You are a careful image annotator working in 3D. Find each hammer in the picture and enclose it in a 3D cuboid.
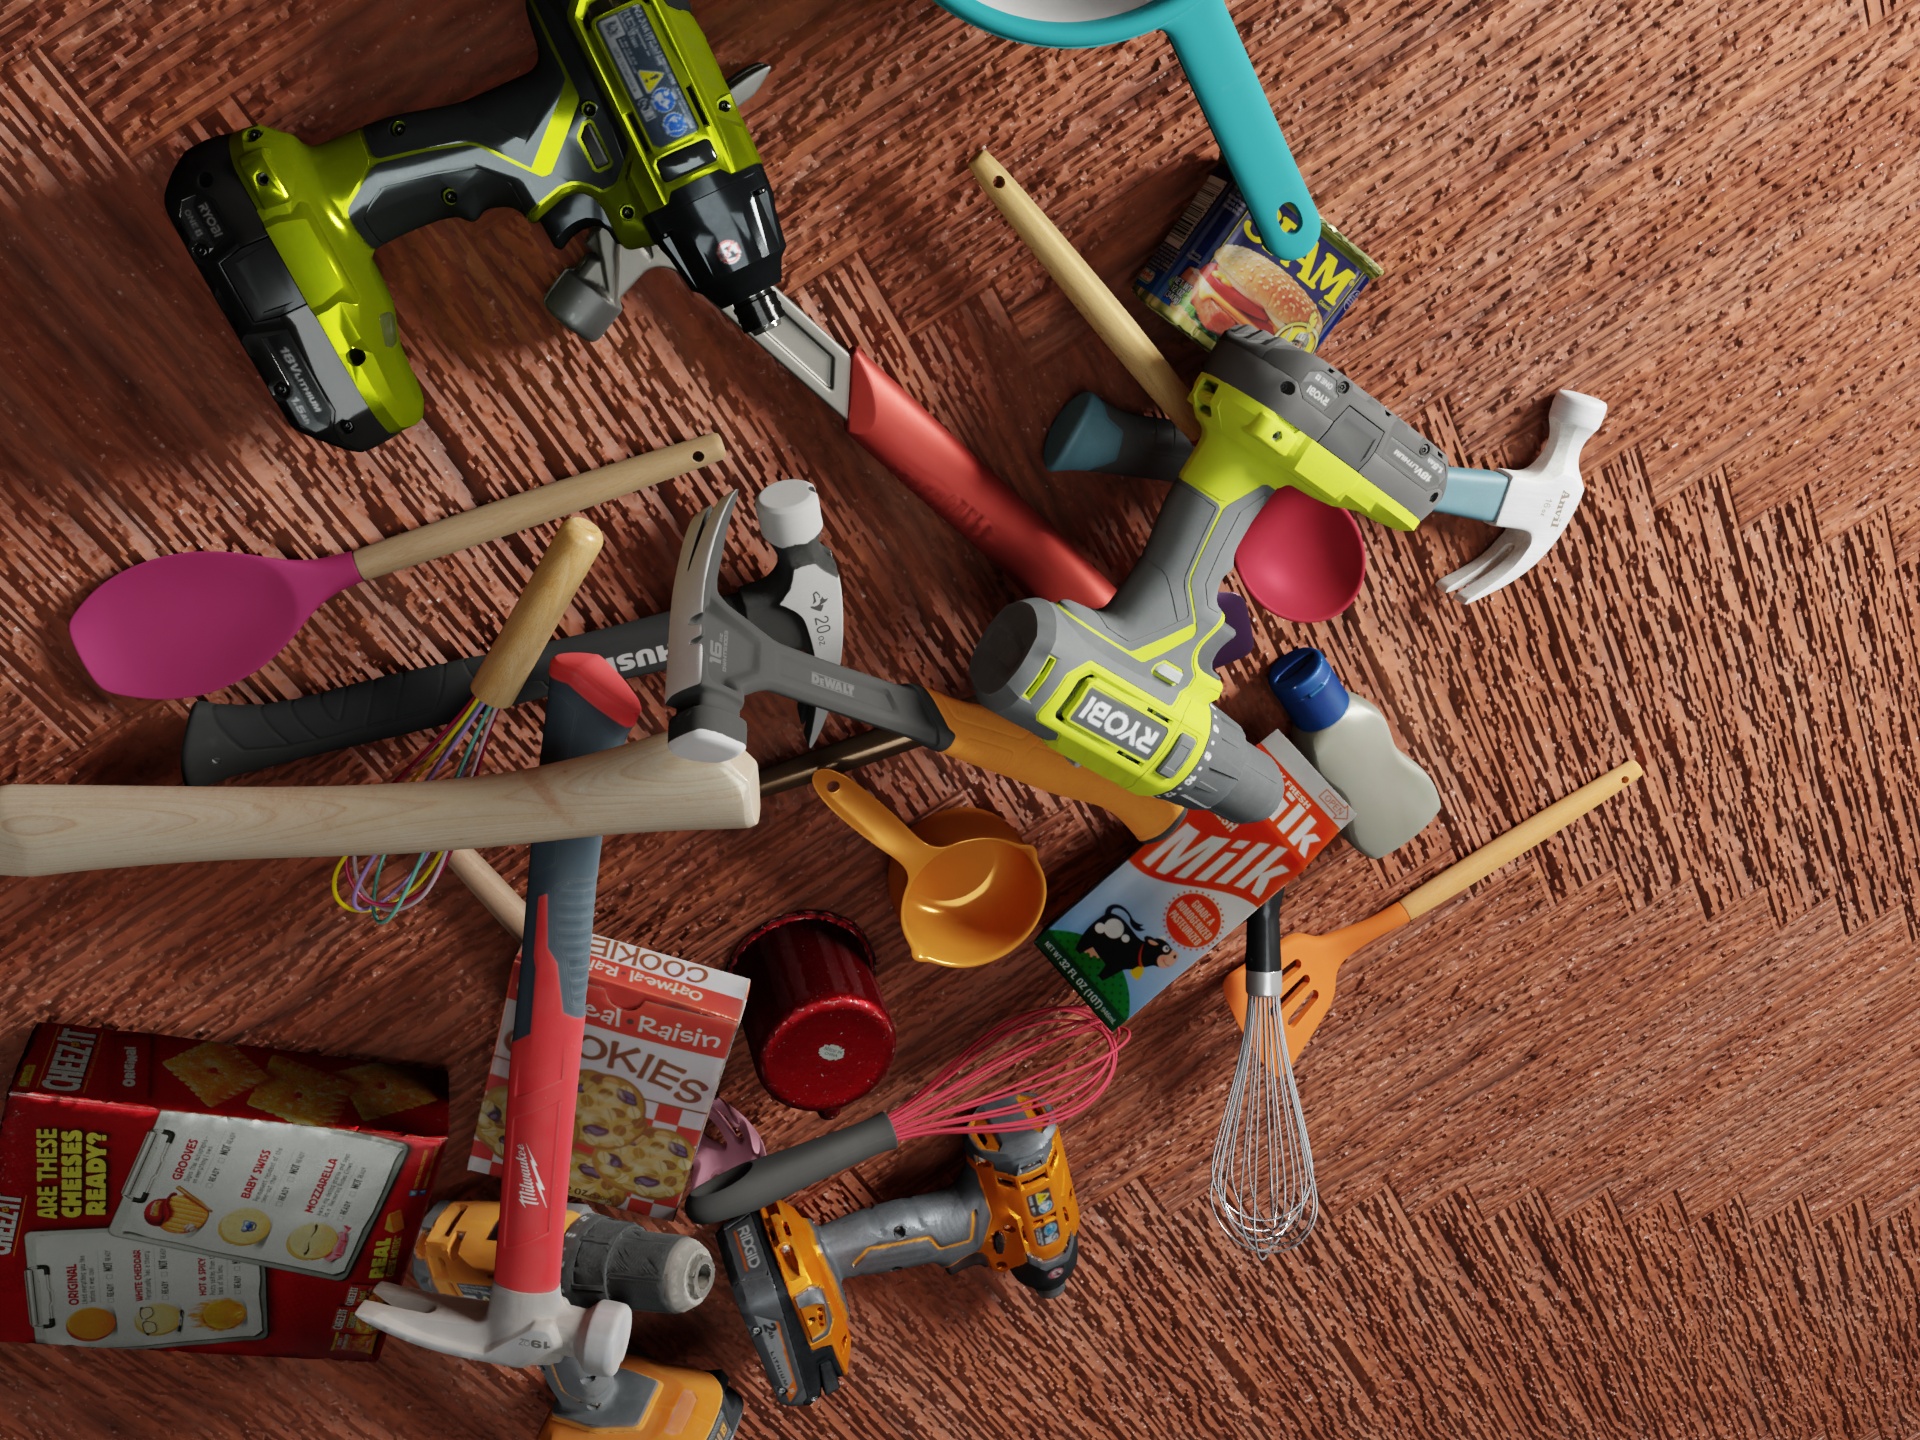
[{"bbox_3d":[-0.299,0.055,0.748,0.410,0.038,0.146,-3,109,2],"label":"hammer"},{"bbox_3d":[-0.225,0.153,0.812,0.143,0.038,0.386,9,104,3],"label":"hammer"},{"bbox_3d":[0.204,-0.140,0.888,0.331,0.033,0.128,4,113,-20],"label":"hammer"},{"bbox_3d":[-0.001,-0.003,0.811,0.336,0.127,0.034,20,149,-39],"label":"hammer"},{"bbox_3d":[-0.023,-0.151,0.807,0.358,0.037,0.149,38,100,-29],"label":"hammer"},{"bbox_3d":[-0.222,-0.018,0.802,0.334,0.035,0.146,-14,129,-7],"label":"hammer"}]

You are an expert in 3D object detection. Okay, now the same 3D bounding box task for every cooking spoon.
[{"bbox_3d":[-0.267,-0.083,0.772,0.319,0.017,0.068,-20,113,-7],"label":"cooking spoon"}]

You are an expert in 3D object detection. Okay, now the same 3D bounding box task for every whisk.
[{"bbox_3d":[-0.239,0.005,0.766,0.047,0.051,0.245,25,112,-25],"label":"whisk"},{"bbox_3d":[-0.026,0.241,0.965,0.296,0.073,0.073,-18,120,-20],"label":"whisk"},{"bbox_3d":[0.190,0.195,0.994,0.070,0.070,0.284,-2,92,-17],"label":"whisk"}]

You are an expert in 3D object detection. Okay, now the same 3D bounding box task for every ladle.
[{"bbox_3d":[0.107,-0.165,0.811,0.069,0.031,0.315,-45,117,3],"label":"ladle"}]

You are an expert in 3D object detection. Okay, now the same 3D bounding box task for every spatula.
[{"bbox_3d":[0.317,0.116,1.049,0.322,0.041,0.081,-31,103,-3],"label":"spatula"},{"bbox_3d":[0.008,-0.007,0.873,0.316,0.018,0.059,-19,128,3],"label":"spatula"}]

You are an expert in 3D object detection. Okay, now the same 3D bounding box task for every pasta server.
[{"bbox_3d":[-0.206,0.170,0.909,0.060,0.040,0.316,-24,121,16],"label":"pasta server"}]

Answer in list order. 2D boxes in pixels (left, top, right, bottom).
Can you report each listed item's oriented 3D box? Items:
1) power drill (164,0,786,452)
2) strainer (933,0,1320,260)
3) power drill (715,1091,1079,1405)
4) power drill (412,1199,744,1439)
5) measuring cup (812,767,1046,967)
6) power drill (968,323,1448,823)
[{"bbox_3d":[-0.194,-0.211,0.675,0.223,0.080,0.171,-25,108,0],"label":"power drill"},{"bbox_3d":[0.070,-0.357,0.701,0.211,0.095,0.340,-34,123,4],"label":"strainer"},{"bbox_3d":[-0.028,0.351,1.035,0.226,0.084,0.164,-21,121,-11],"label":"power drill"},{"bbox_3d":[-0.204,0.376,0.951,0.185,0.084,0.226,-4,123,23],"label":"power drill"},{"bbox_3d":[-0.026,0.069,0.909,0.095,0.052,0.173,-44,118,7],"label":"measuring cup"},{"bbox_3d":[0.137,-0.062,0.805,0.190,0.080,0.228,28,102,-28],"label":"power drill"}]
